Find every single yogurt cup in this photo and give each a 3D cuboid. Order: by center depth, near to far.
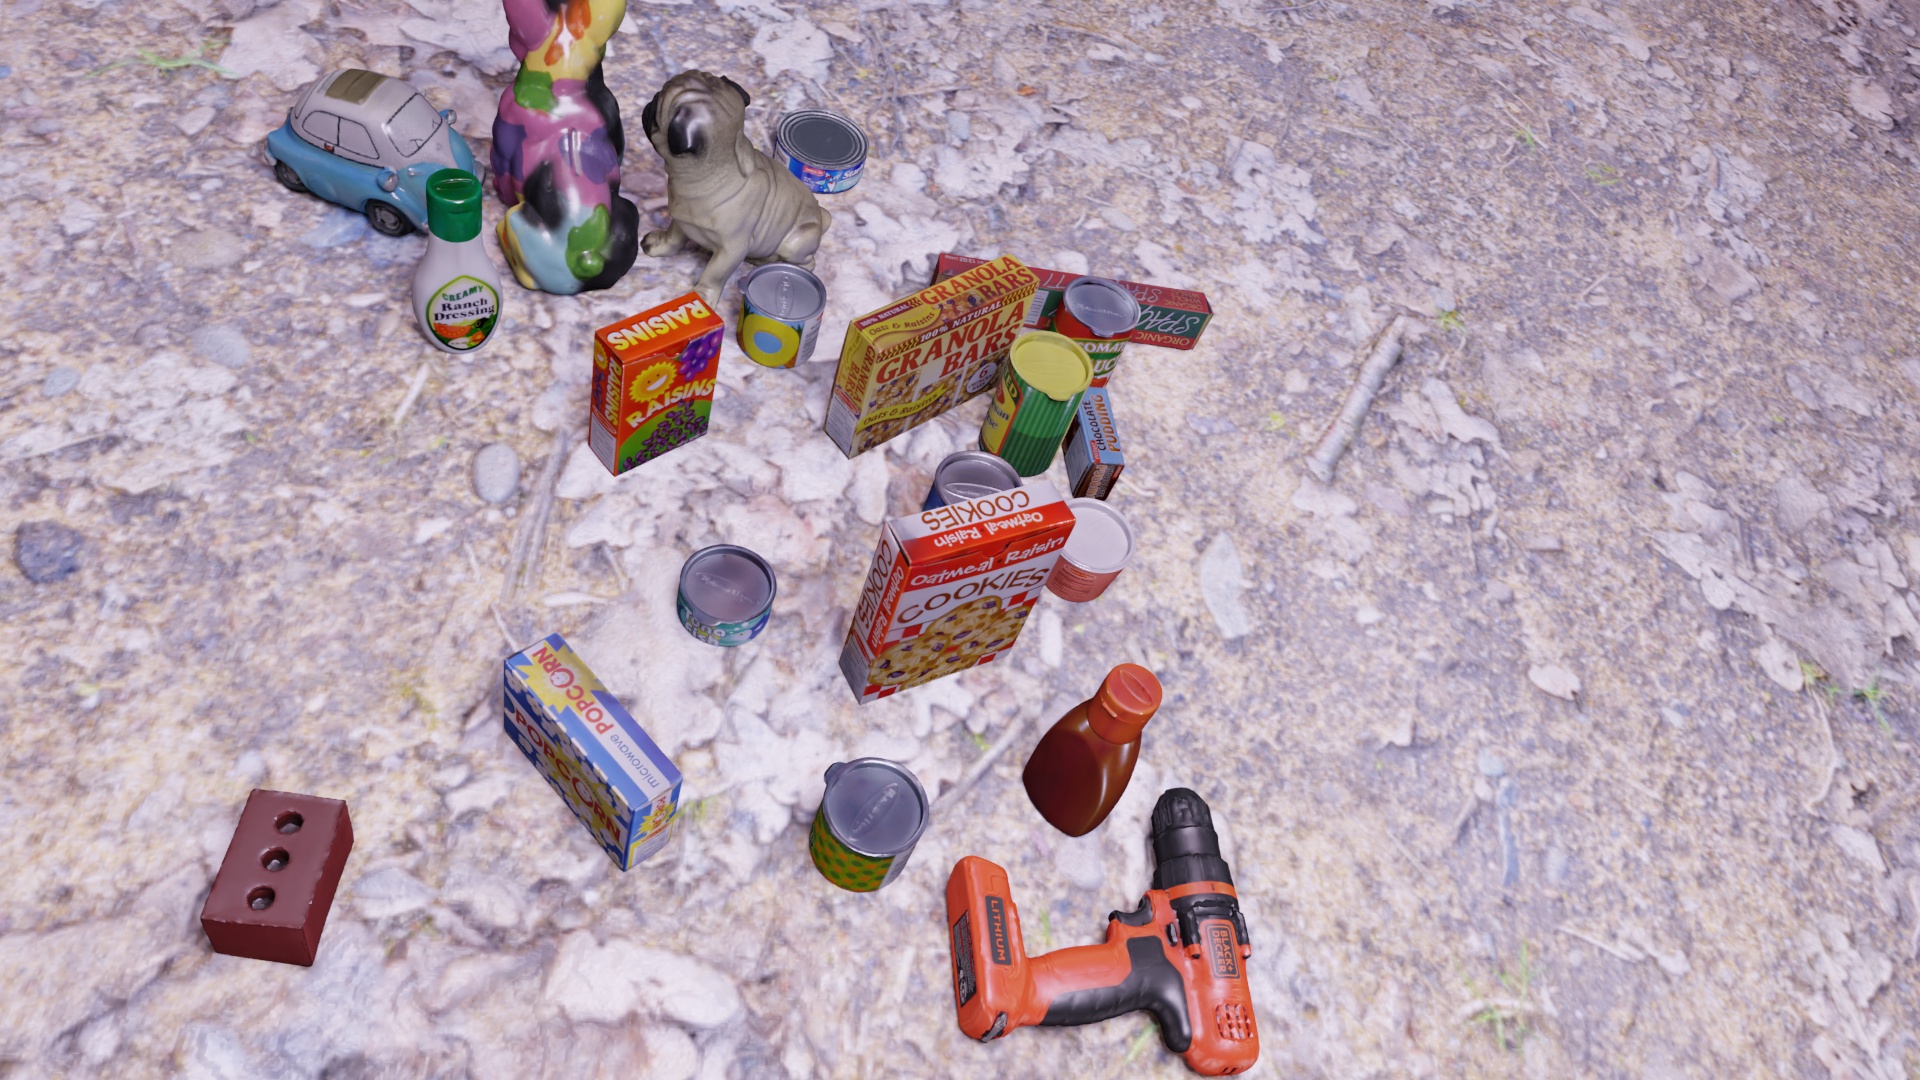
[{"bbox_3d":[0.092,0.010,1.047,0.072,0.053,0.073,9,51,-11],"label":"yogurt cup"}]

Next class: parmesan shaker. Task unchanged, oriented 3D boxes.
[{"bbox_3d":[0.058,-0.104,1.092,0.071,0.102,0.072,9,51,-11],"label":"parmesan shaker"}]

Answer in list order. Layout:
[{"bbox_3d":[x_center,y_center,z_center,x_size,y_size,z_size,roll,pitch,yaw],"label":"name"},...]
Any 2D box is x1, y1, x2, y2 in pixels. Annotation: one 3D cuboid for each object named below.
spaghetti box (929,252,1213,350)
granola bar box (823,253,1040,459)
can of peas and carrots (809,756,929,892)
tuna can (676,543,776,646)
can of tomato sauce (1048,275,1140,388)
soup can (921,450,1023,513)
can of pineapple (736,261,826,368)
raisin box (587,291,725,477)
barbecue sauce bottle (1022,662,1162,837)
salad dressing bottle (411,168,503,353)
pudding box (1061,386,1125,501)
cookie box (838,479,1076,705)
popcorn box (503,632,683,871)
[{"bbox_3d":[0.096,-0.208,1.220,0.250,0.050,0.029,6,52,-13],"label":"spaghetti box"},{"bbox_3d":[-0.024,-0.145,1.085,0.166,0.123,0.039,-30,67,-33],"label":"granola bar box"},{"bbox_3d":[-0.060,0.176,0.867,0.071,0.058,0.071,9,51,-11],"label":"can of peas and carrots"},{"bbox_3d":[-0.163,0.040,0.957,0.071,0.032,0.071,9,51,-11],"label":"tuna can"},{"bbox_3d":[0.107,-0.169,1.172,0.071,0.082,0.071,9,51,-11],"label":"can of tomato sauce"},{"bbox_3d":[0.004,-0.013,1.017,0.071,0.083,0.072,9,51,-11],"label":"soup can"},{"bbox_3d":[-0.146,-0.181,1.118,0.071,0.057,0.071,9,51,-11],"label":"can of pineapple"},{"bbox_3d":[-0.220,-0.111,0.997,0.086,0.122,0.040,-30,67,-33],"label":"raisin box"},{"bbox_3d":[0.086,0.132,0.889,0.044,0.147,0.065,-28,66,-33],"label":"barbecue sauce bottle"},{"bbox_3d":[-0.365,-0.200,1.005,0.064,0.146,0.044,-14,59,-26],"label":"salad dressing bottle"},{"bbox_3d":[0.105,-0.079,1.123,0.030,0.049,0.084,3,53,-16],"label":"pudding box"},{"bbox_3d":[-0.005,0.037,0.922,0.123,0.166,0.040,-16,60,-27],"label":"cookie box"},{"bbox_3d":[-0.223,0.128,0.836,0.038,0.084,0.127,-34,69,-35],"label":"popcorn box"}]
